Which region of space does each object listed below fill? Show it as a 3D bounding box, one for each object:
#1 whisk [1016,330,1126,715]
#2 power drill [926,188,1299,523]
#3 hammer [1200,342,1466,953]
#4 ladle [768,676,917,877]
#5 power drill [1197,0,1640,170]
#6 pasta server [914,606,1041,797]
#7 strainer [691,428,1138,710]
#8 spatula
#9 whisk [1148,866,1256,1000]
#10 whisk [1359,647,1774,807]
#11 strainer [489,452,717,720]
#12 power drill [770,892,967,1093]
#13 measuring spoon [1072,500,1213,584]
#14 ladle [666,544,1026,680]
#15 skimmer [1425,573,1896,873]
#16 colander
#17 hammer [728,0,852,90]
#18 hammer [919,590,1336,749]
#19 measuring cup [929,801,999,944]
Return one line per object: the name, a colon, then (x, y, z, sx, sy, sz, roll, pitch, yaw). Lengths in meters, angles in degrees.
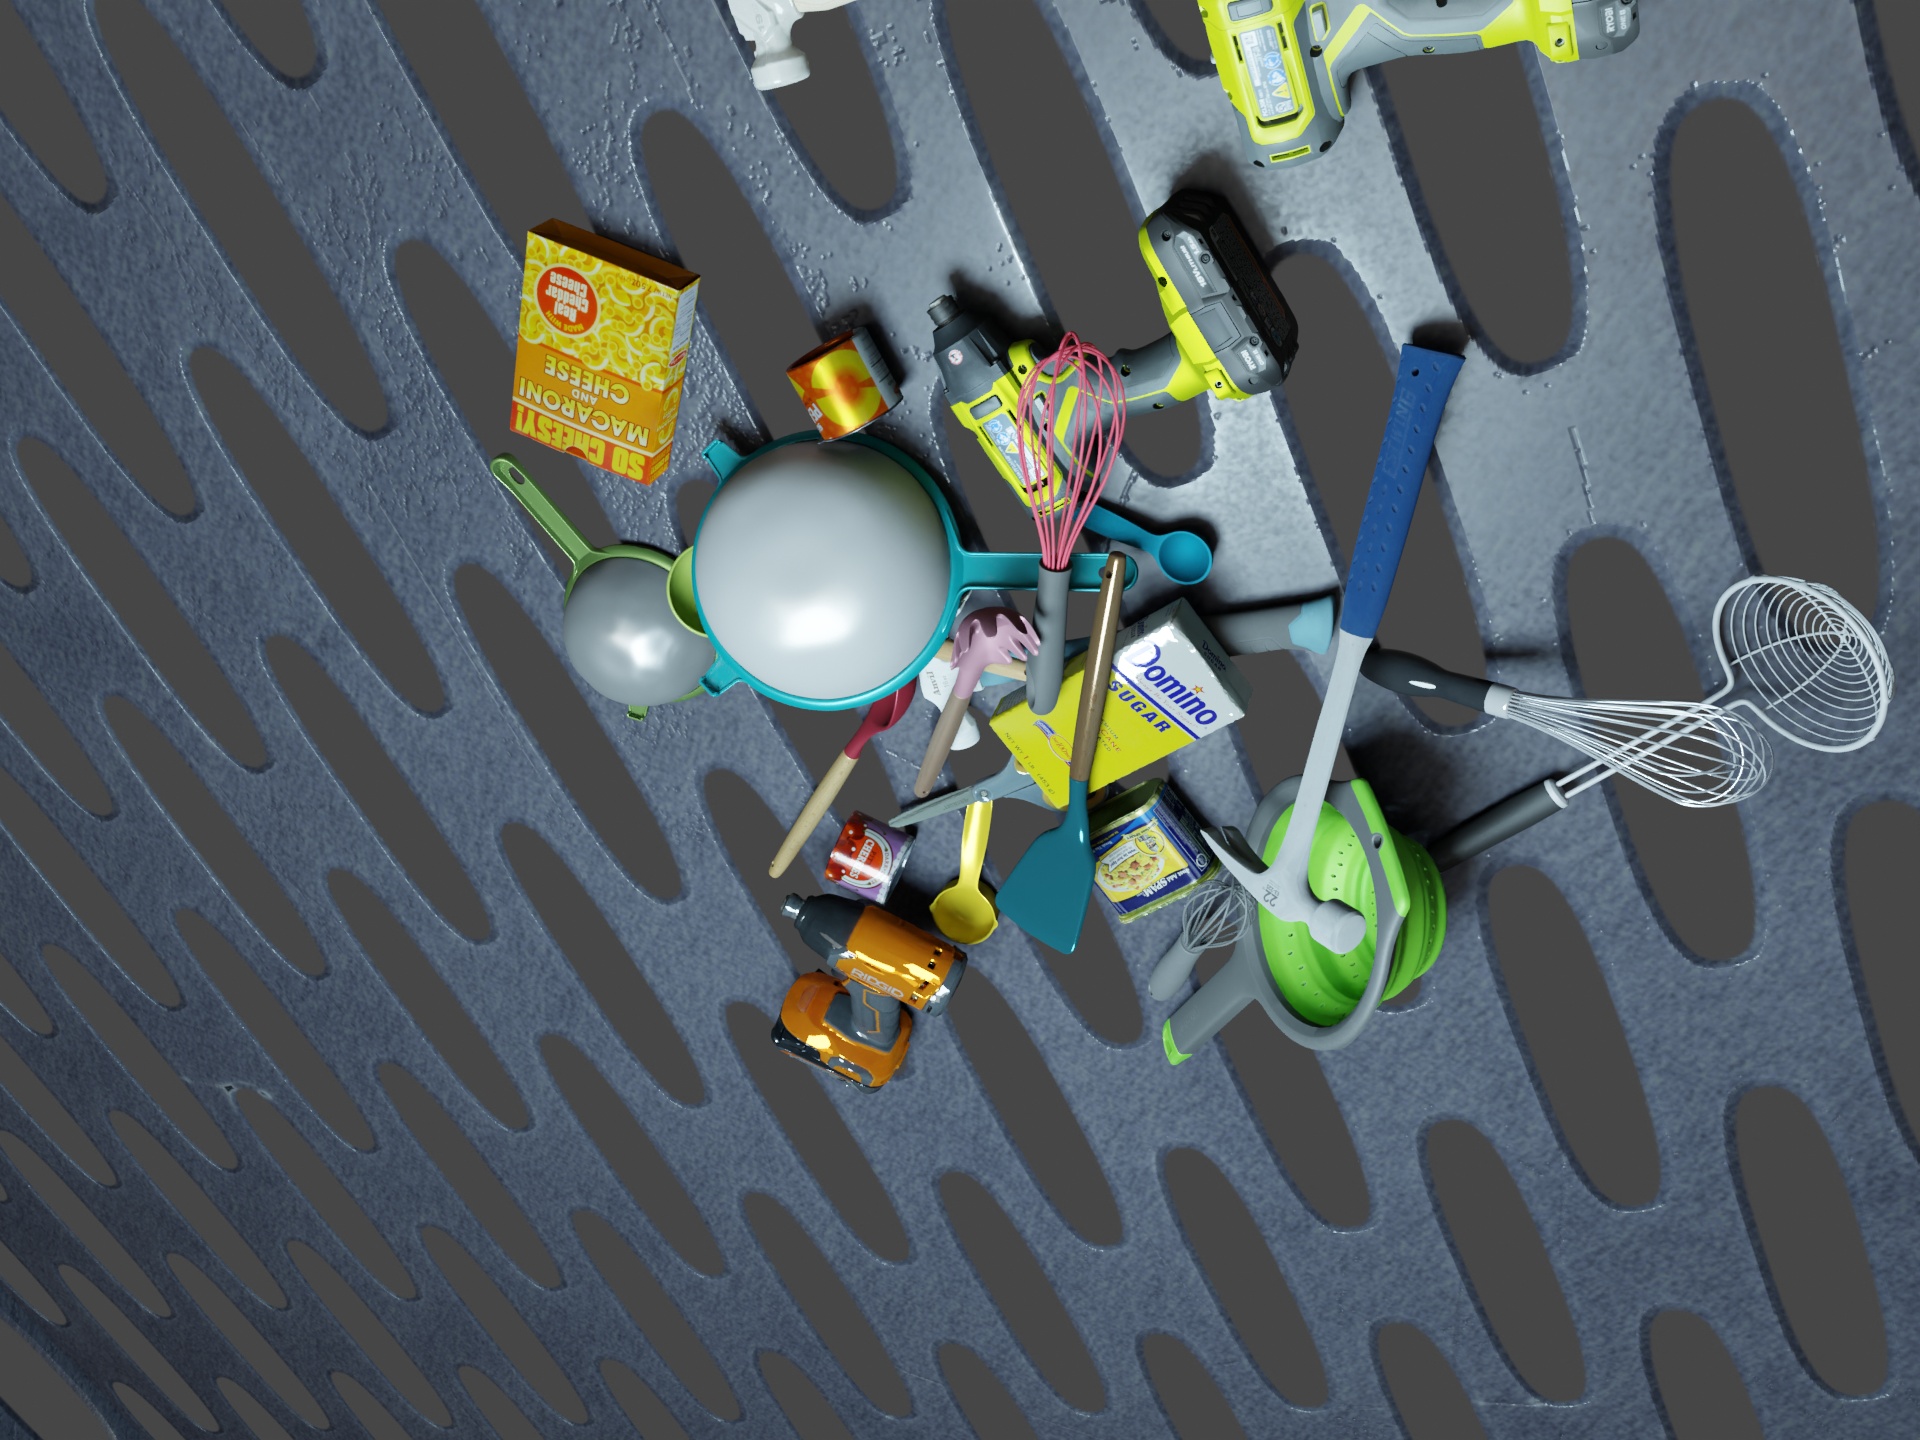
whisk: (0.066, -0.123, 1.074, 0.073, 0.073, 0.295, 13, 129, 12)
power drill: (0.094, -0.247, 1.061, 0.223, 0.080, 0.171, -24, 111, 34)
hammer: (0.262, -0.052, 1.086, 0.144, 0.035, 0.405, 34, 120, 48)
ladle: (-0.103, 0.043, 1.344, 0.031, 0.069, 0.315, 13, 136, -23)
power drill: (0.241, -0.421, 0.873, 0.228, 0.080, 0.190, -7, 134, 24)
pasta server: (-0.002, -0.004, 1.205, 0.060, 0.040, 0.316, -6, 155, -15)
strainer: (-0.046, -0.109, 1.143, 0.340, 0.095, 0.211, 2, 92, 12)
spatula: (0.085, 0.024, 1.161, 0.082, 0.044, 0.317, 31, 129, 34)
whisk: (0.189, 0.182, 1.282, 0.055, 0.055, 0.238, 24, 150, 4)
whisk: (0.395, -0.004, 1.071, 0.285, 0.070, 0.070, 20, 130, 37)
strainer: (-0.305, -0.105, 1.304, 0.151, 0.069, 0.256, -27, 111, 32)
power drill: (-0.099, 0.234, 1.411, 0.164, 0.084, 0.226, 27, 142, 0)
measuring spoon: (0.127, -0.140, 1.159, 0.129, 0.021, 0.042, 27, 128, 14)
ladle: (-0.083, -0.073, 1.221, 0.320, 0.062, 0.078, 16, 98, 21)
skimmer: (0.455, 0.028, 1.096, 0.363, 0.090, 0.127, -38, 79, 36)
colander: (0.274, 0.186, 1.264, 0.094, 0.205, 0.396, 0, 148, -20)
hammer: (0.039, -0.493, 0.945, 0.411, 0.038, 0.146, -4, 119, 22)
hammer: (0.121, -0.053, 1.204, 0.331, 0.033, 0.128, -7, 120, 24)
measuring cup: (0.012, 0.119, 1.367, 0.062, 0.029, 0.156, 13, 113, 11)
